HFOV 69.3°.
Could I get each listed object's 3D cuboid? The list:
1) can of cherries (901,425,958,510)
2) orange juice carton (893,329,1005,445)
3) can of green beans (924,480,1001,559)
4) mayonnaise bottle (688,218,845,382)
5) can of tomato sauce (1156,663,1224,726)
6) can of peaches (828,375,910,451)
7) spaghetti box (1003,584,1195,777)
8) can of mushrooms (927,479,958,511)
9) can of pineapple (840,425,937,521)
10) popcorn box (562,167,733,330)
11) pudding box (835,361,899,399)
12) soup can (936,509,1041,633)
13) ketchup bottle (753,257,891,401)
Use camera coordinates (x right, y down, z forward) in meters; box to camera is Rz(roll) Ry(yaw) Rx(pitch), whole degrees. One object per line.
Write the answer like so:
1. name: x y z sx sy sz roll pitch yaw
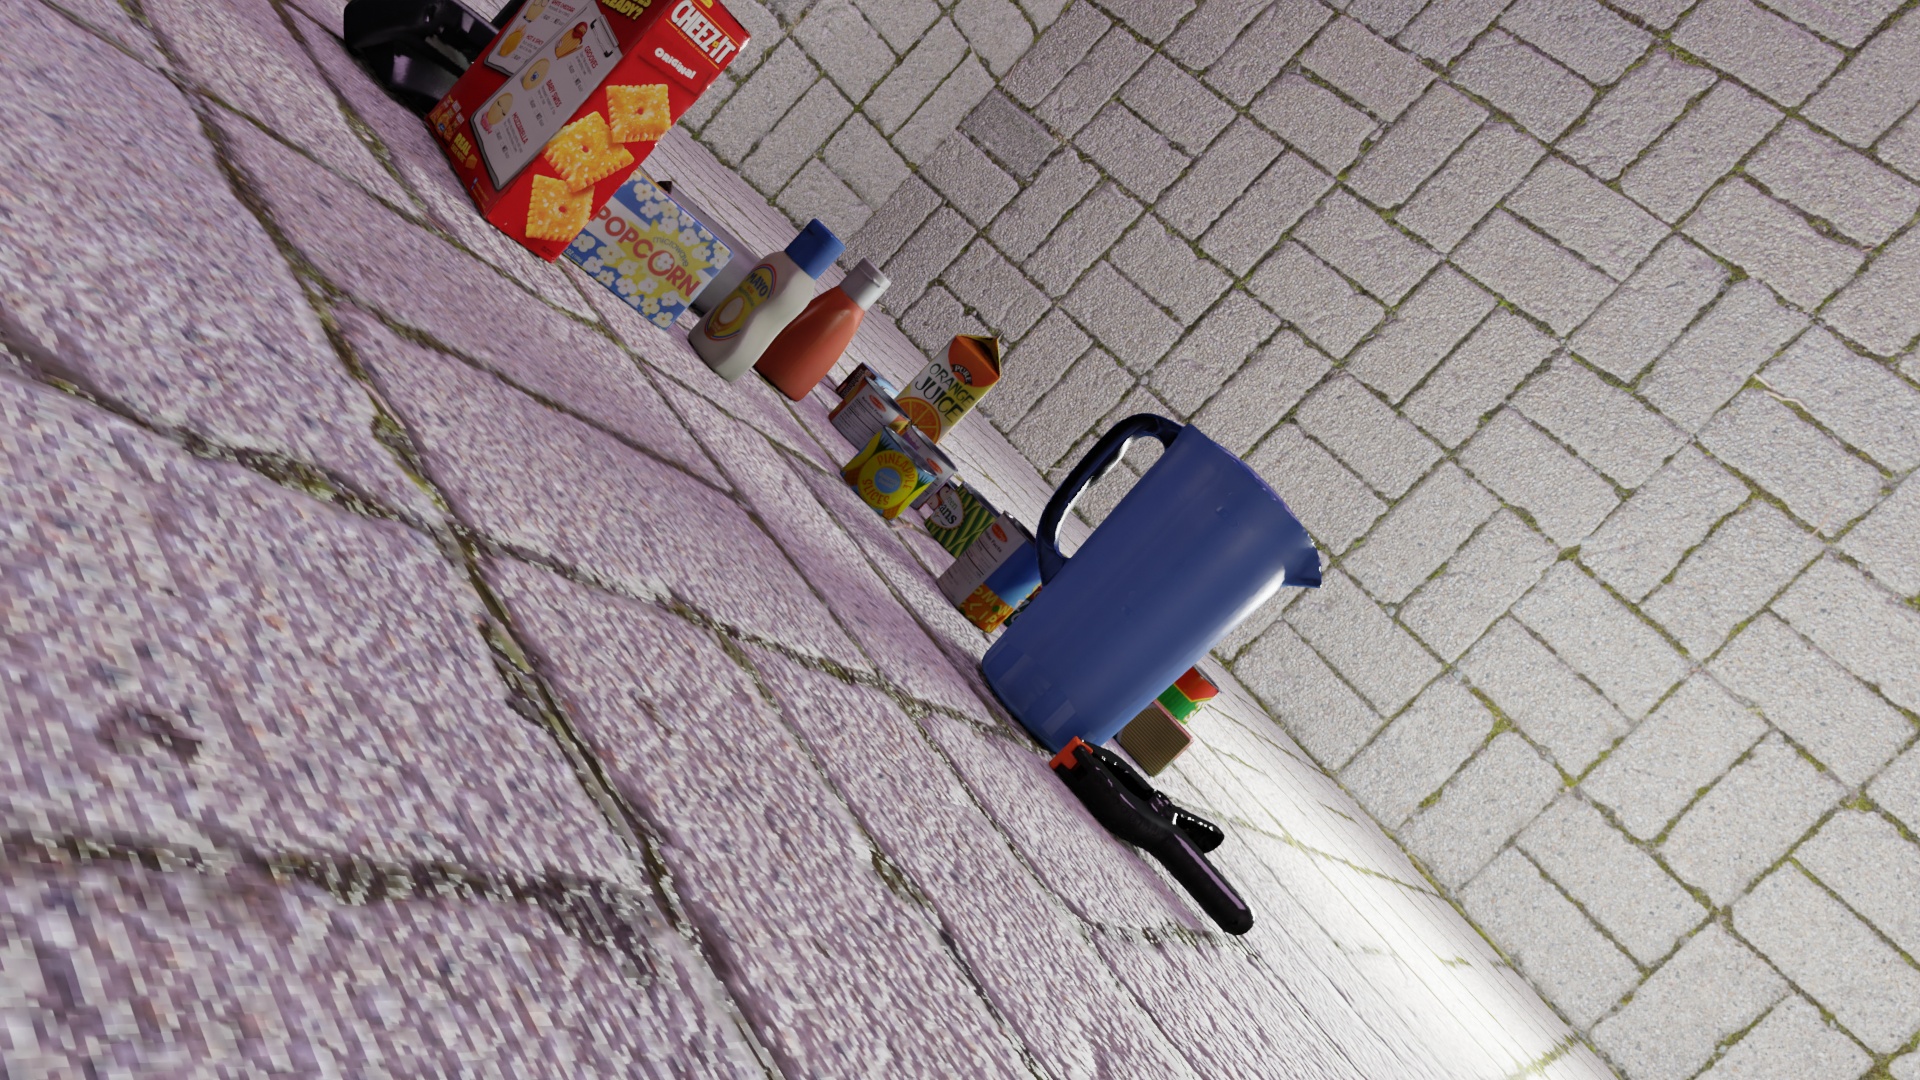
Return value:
1. can of cherries: -0.046 -0.074 1.410 0.071 0.058 0.071 44 7 -7
2. orange juice carton: -0.016 -0.174 1.608 0.073 0.192 0.072 44 7 -3
3. can of green beans: 0.006 -0.016 1.374 0.071 0.058 0.071 44 7 -7
4. mayonnaise bottle: -0.159 -0.202 1.154 0.041 0.148 0.065 36 11 -51
5. can of tomato sauce: 0.220 0.162 1.446 0.071 0.083 0.071 44 7 -7
6. can of peaches: -0.094 -0.127 1.445 0.071 0.058 0.071 44 7 -7
7. spaghetti box: 0.106 0.107 1.259 0.250 0.050 0.028 46 7 13
8. can of mushrooms: -0.011 -0.042 1.522 0.071 0.033 0.071 44 7 -7
9. can of pineapple: -0.064 -0.059 1.230 0.071 0.058 0.071 44 7 -7
10. popcorn box: -0.250 -0.233 1.075 0.126 0.085 0.038 38 9 -42
11. pudding box: -0.111 -0.180 1.682 0.030 0.049 0.083 47 7 19
12. soup can: 0.033 0.028 1.169 0.071 0.083 0.071 44 7 -7
13. ketchup bottle: -0.129 -0.205 1.328 0.064 0.148 0.044 40 8 -34
